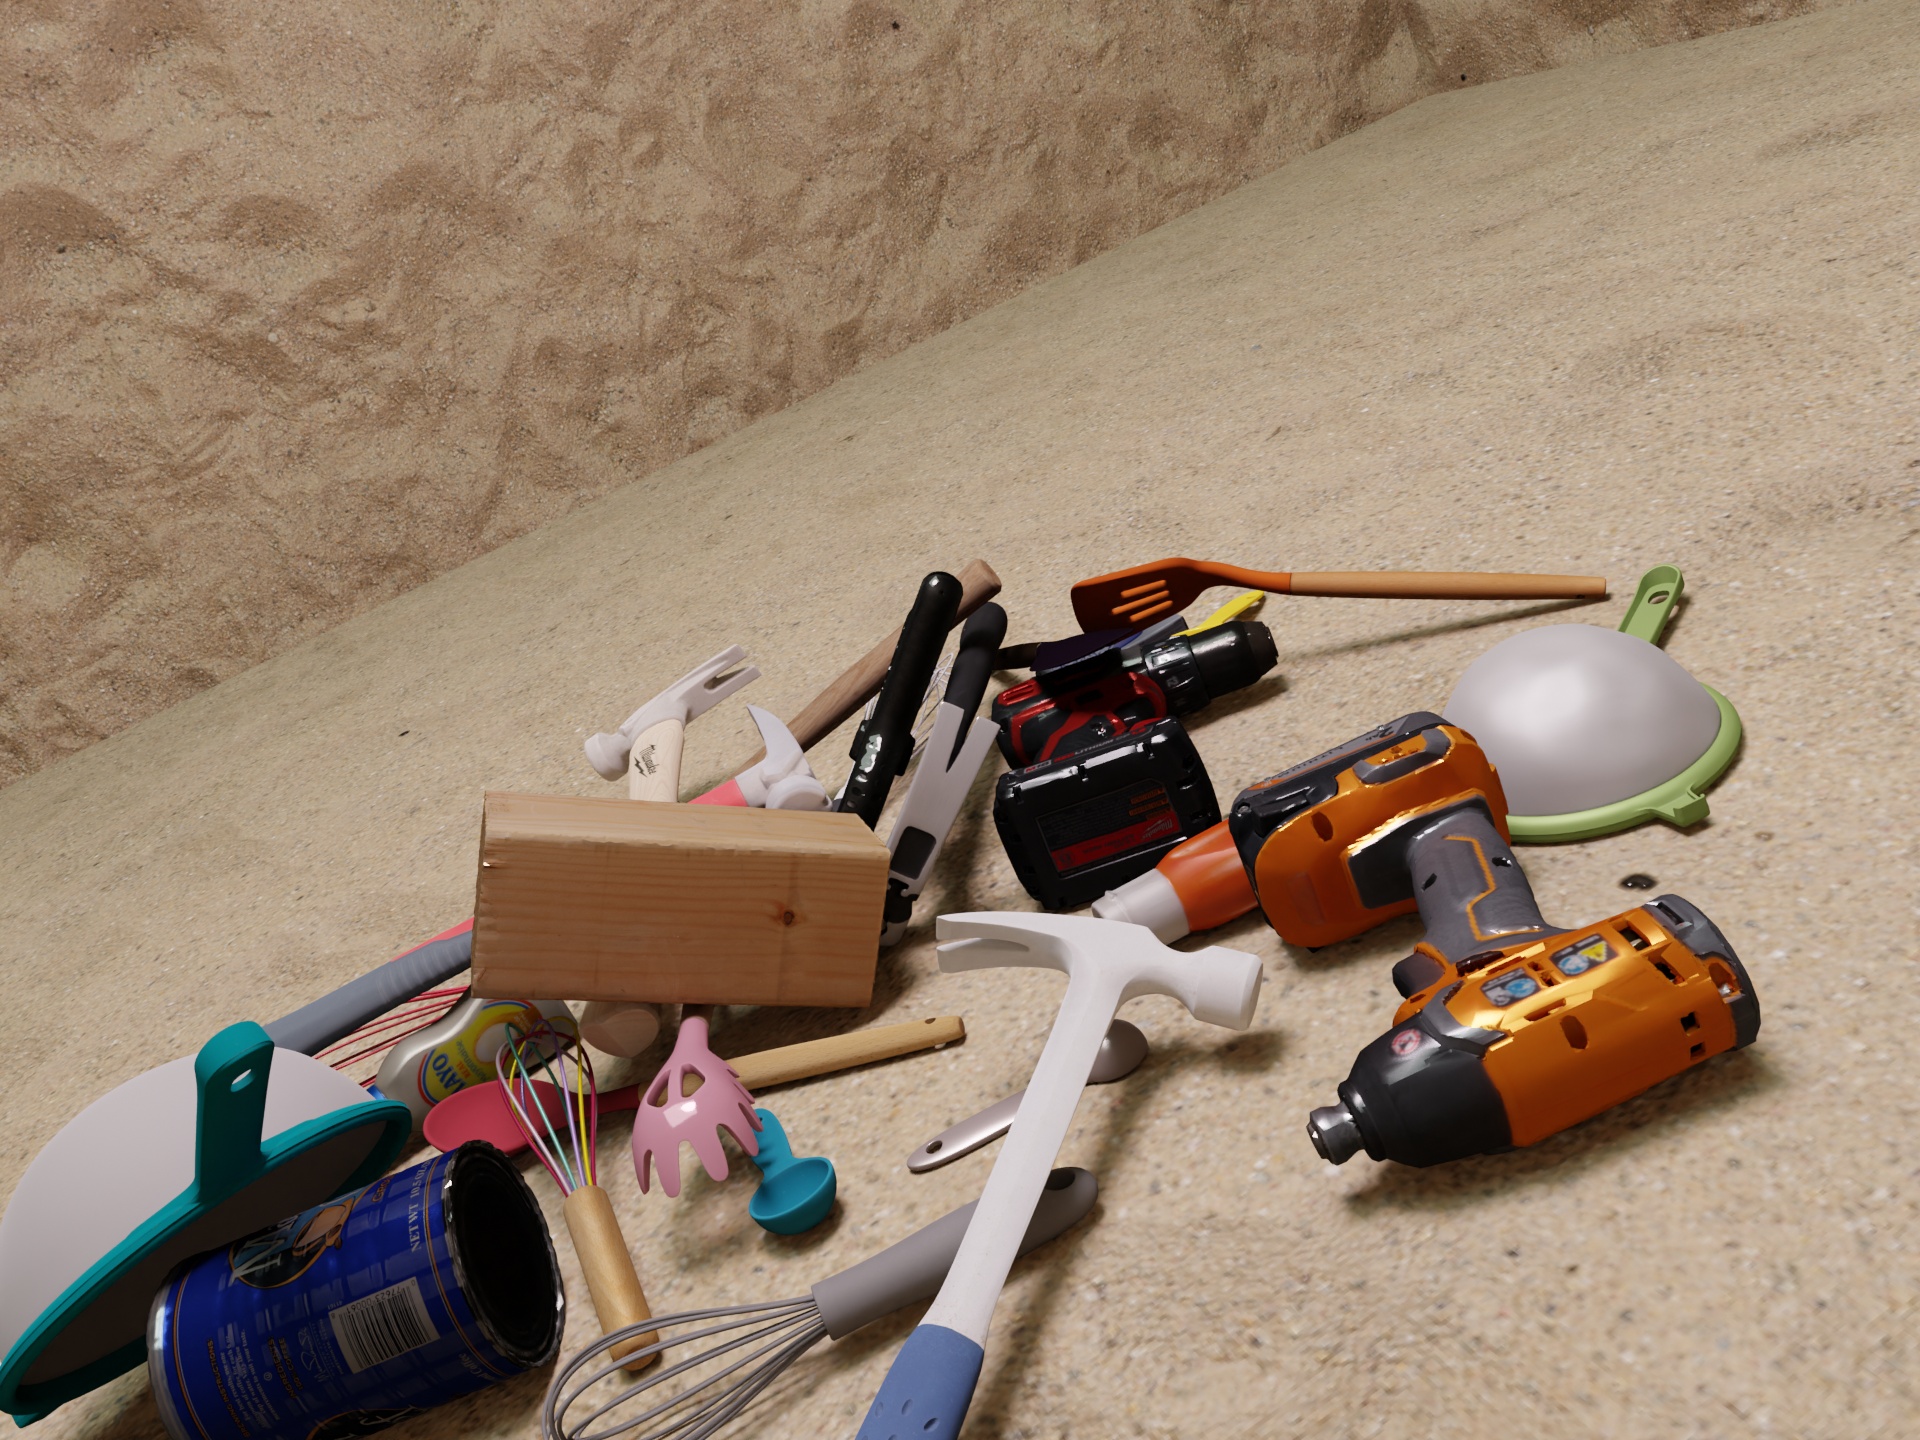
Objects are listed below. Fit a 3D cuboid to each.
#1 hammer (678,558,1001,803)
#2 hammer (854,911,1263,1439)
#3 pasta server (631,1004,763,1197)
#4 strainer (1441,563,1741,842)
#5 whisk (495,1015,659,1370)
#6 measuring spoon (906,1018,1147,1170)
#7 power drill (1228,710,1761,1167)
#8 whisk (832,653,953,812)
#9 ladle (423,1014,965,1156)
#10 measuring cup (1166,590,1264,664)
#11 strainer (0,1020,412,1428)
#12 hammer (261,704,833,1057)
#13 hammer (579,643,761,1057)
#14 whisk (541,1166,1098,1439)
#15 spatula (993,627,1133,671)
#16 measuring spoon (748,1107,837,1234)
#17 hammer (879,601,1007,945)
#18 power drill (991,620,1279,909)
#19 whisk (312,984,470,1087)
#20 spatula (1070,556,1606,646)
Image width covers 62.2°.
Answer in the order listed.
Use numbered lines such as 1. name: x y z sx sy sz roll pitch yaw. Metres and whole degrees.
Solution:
1. hammer: -0.103 0.004 1.111 0.331 0.031 0.130 -40 22 11
2. hammer: -0.005 0.213 0.573 0.144 0.035 0.406 11 39 18
3. pasta server: -0.138 0.164 0.849 0.060 0.040 0.316 -18 10 -3
4. strainer: 0.330 -0.035 0.826 0.151 0.069 0.256 -4 30 42
5. whisk: -0.184 0.215 0.765 0.047 0.051 0.245 -25 32 -14
6. measuring spoon: 0.028 0.169 0.727 0.124 0.018 0.034 -28 22 -8
7. power drill: 0.191 0.091 0.662 0.164 0.084 0.227 -25 25 0
8. whisk: -0.064 0.039 1.092 0.070 0.070 0.285 -11 29 30
9. ladle: -0.145 0.192 0.844 0.315 0.031 0.069 -15 20 17
10. measuring cup: 0.185 -0.059 1.111 0.062 0.029 0.156 -8 15 33
11. strainer: -0.360 0.191 0.728 0.211 0.095 0.340 -33 -16 -40
12. hammer: -0.266 0.110 0.954 0.386 0.038 0.143 -28 28 -7
13. hammer: -0.196 0.075 1.047 0.146 0.038 0.411 -33 26 9
14. whisk: -0.054 0.233 0.631 0.239 0.055 0.055 -23 21 -9
15. spatula: 0.051 -0.045 1.101 0.060 0.018 0.316 -27 6 -10
16. measuring spoon: -0.085 0.213 0.754 0.042 0.021 0.129 -30 13 -13
17. hammer: -0.002 -0.003 1.020 0.035 0.146 0.335 23 27 -3
18. power drill: 0.107 0.010 0.951 0.188 0.080 0.227 -20 18 11
19. whisk: -0.300 0.177 1.007 0.296 0.073 0.073 -26 20 -24
20. spatula: 0.232 -0.077 1.001 0.322 0.081 0.041 2 63 19
